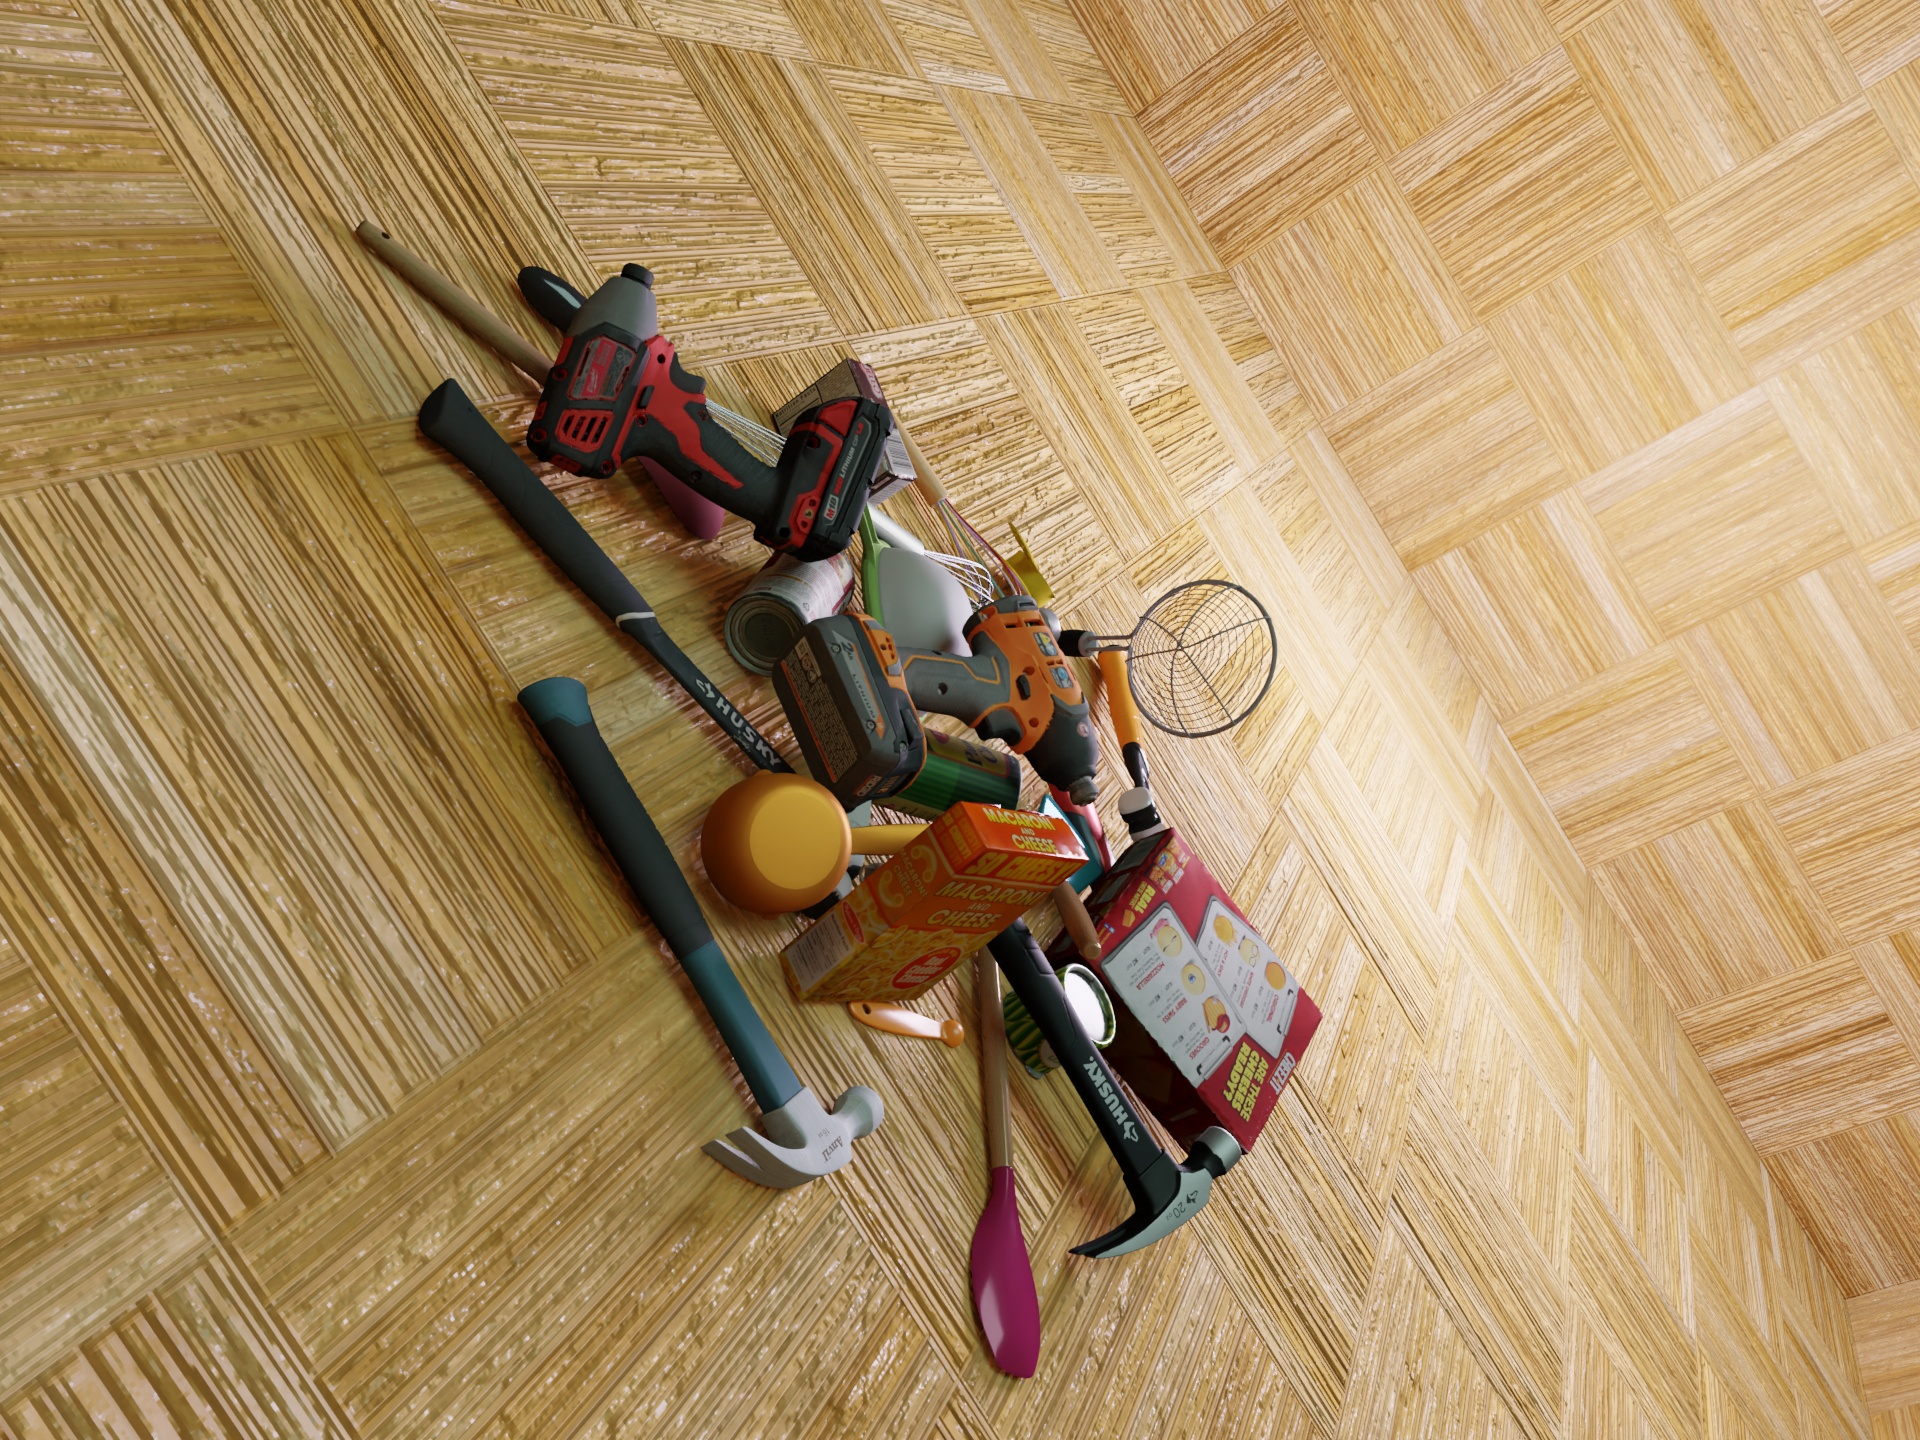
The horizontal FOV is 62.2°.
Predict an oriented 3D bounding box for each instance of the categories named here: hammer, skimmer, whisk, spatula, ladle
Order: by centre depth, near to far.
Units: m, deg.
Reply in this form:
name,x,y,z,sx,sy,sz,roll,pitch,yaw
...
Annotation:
name,x,y,z,sx,sy,sz,roll,pitch,yaw
hammer,-0.159,0.121,0.923,0.331,0.033,0.128,60,26,1
hammer,-0.195,-0.054,1.032,0.408,0.036,0.149,50,28,-18
ladle,-0.273,-0.229,1.083,0.315,0.031,0.069,38,34,-33
hammer,0.066,0.216,1.111,0.146,0.035,0.334,-34,97,-30
whisk,-0.207,-0.235,1.171,0.284,0.070,0.070,39,34,-27
spatula,0.085,0.123,1.171,0.082,0.044,0.317,55,2,-7
whisk,-0.038,-0.137,1.331,0.058,0.059,0.246,25,-3,35
hammer,0.093,0.088,1.355,0.143,0.038,0.386,-13,77,-45
skimmer,0.155,-0.056,1.366,0.090,0.127,0.363,18,-1,-13
whisk,-0.010,-0.181,1.459,0.245,0.047,0.051,57,15,4
hammer,0.165,0.032,1.489,0.337,0.034,0.127,-93,160,-58

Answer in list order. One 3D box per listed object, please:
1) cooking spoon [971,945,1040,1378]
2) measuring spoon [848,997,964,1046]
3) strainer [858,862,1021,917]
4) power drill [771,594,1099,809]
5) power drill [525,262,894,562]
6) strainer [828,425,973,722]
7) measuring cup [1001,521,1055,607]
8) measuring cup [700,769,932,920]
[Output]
name,x,y,z,sx,sy,sz,roll,pitch,yaw
cooking spoon,0.027,0.284,1.090,0.068,0.017,0.319,37,36,-38
measuring spoon,-0.034,0.202,1.074,0.116,0.011,0.021,27,42,-46
strainer,0.000,0.117,1.160,0.258,0.050,0.087,11,76,-59
power drill,-0.002,-0.004,1.106,0.226,0.084,0.164,-7,64,-41
power drill,-0.165,-0.203,1.067,0.219,0.078,0.143,22,83,-22
strainer,-0.037,-0.117,1.212,0.152,0.069,0.256,-84,161,-59
measuring cup,0.053,-0.145,1.476,0.062,0.029,0.156,53,0,19
measuring cup,-0.073,0.075,1.000,0.173,0.052,0.095,0,83,-25
